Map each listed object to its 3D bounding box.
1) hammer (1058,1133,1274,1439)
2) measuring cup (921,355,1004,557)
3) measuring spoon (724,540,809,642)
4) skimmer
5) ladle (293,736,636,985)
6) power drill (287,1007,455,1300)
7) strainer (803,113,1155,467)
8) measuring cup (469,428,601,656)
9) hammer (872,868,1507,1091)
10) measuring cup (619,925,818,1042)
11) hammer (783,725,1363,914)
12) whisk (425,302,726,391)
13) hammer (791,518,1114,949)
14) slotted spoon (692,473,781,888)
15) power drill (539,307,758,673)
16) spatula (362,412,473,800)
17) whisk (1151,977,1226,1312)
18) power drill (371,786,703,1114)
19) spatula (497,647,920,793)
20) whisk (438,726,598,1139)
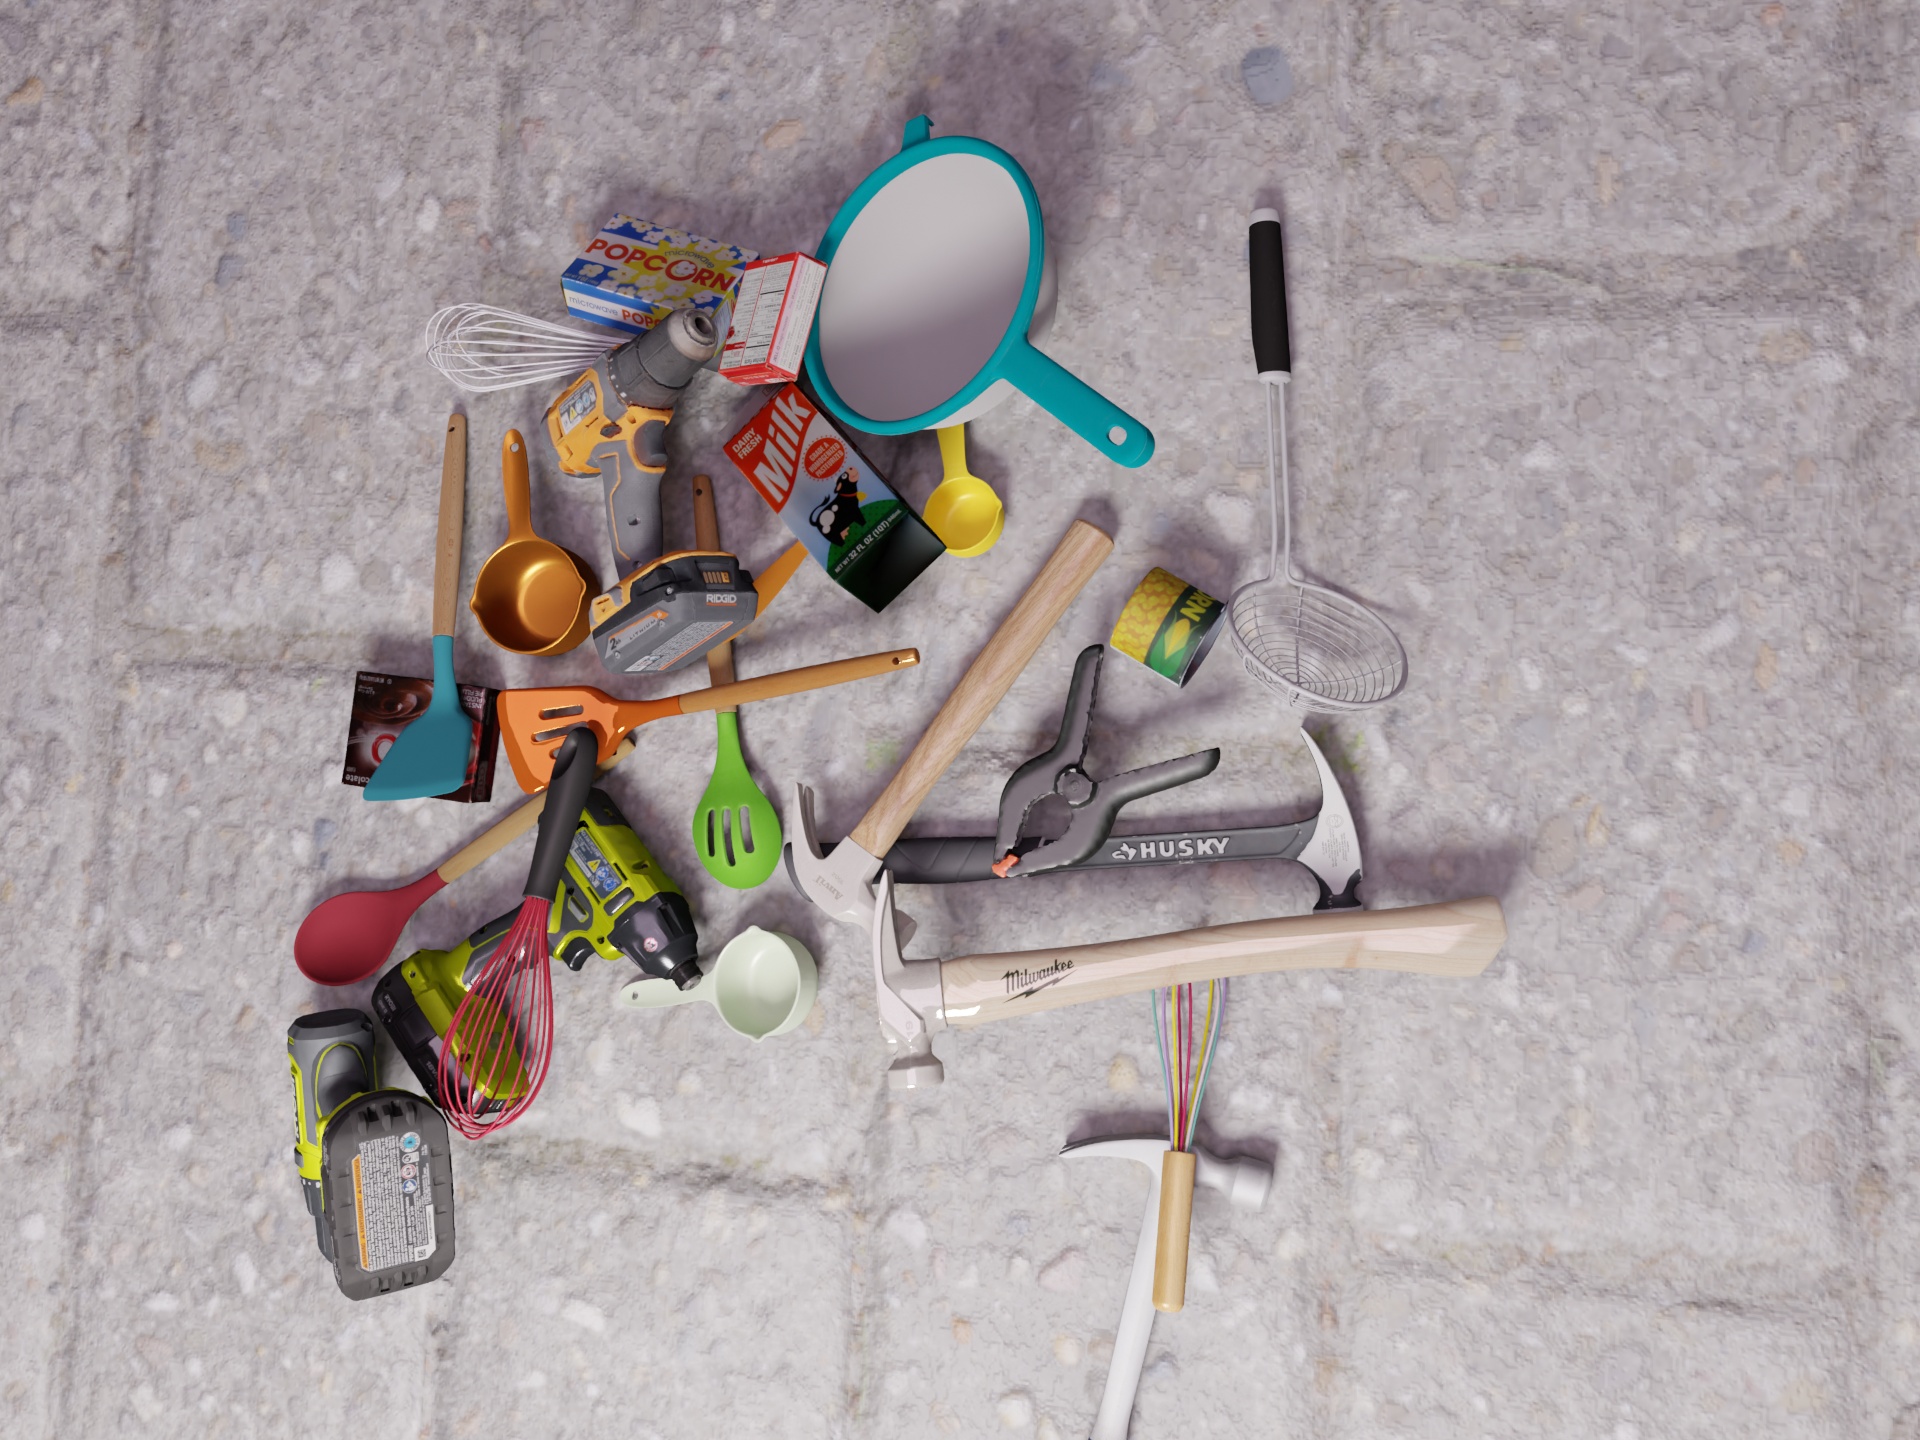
[{"bbox_3d":[0.098,0.482,1.091,0.144,0.035,0.405,13,89,12],"label":"hammer"},{"bbox_3d":[-0.001,-0.192,1.164,0.062,0.029,0.157,-12,72,16],"label":"measuring cup"},{"bbox_3d":[-0.143,-0.102,1.180,0.021,0.011,0.117,42,84,4],"label":"measuring spoon"},{"bbox_3d":[0.232,-0.182,1.075,0.127,0.090,0.363,0,83,-20],"label":"skimmer"},{"bbox_3d":[-0.378,0.104,1.223,0.315,0.031,0.069,-34,83,6],"label":"ladle"},{"bbox_3d":[-0.430,0.323,1.140,0.080,0.229,0.190,-6,96,-31],"label":"power drill"},{"bbox_3d":[0.032,-0.255,1.085,0.341,0.095,0.211,44,108,34],"label":"strainer"},{"bbox_3d":[-0.323,-0.133,1.213,0.095,0.052,0.174,-9,83,12],"label":"measuring cup"},{"bbox_3d":[0.146,0.147,1.048,0.410,0.038,0.146,-8,83,4],"label":"hammer"},{"bbox_3d":[-0.177,0.198,1.174,0.167,0.038,0.083,-10,77,28],"label":"measuring cup"},{"bbox_3d":[0.072,0.090,1.122,0.409,0.036,0.149,-4,85,12],"label":"hammer"},{"bbox_3d":[-0.272,-0.280,1.212,0.284,0.070,0.070,3,87,7],"label":"whisk"},{"bbox_3d":[-0.002,-0.004,1.126,0.130,0.031,0.331,35,87,20],"label":"hammer"},{"bbox_3d":[-0.180,-0.031,1.188,0.070,0.031,0.314,-8,83,15],"label":"slotted spoon"},{"bbox_3d":[-0.215,-0.167,1.139,0.185,0.084,0.226,-27,74,42],"label":"power drill"},{"bbox_3d":[-0.394,-0.091,1.202,0.082,0.044,0.318,-6,73,15],"label":"spatula"},{"bbox_3d":[0.146,0.266,1.065,0.051,0.047,0.245,4,74,10],"label":"whisk"},{"bbox_3d":[-0.306,0.181,1.172,0.223,0.080,0.171,-41,72,5],"label":"power drill"},{"bbox_3d":[-0.183,-0.014,1.152,0.322,0.041,0.081,-11,96,18],"label":"spatula"},{"bbox_3d":[-0.300,0.144,1.115,0.073,0.073,0.296,7,73,13],"label":"whisk"}]
